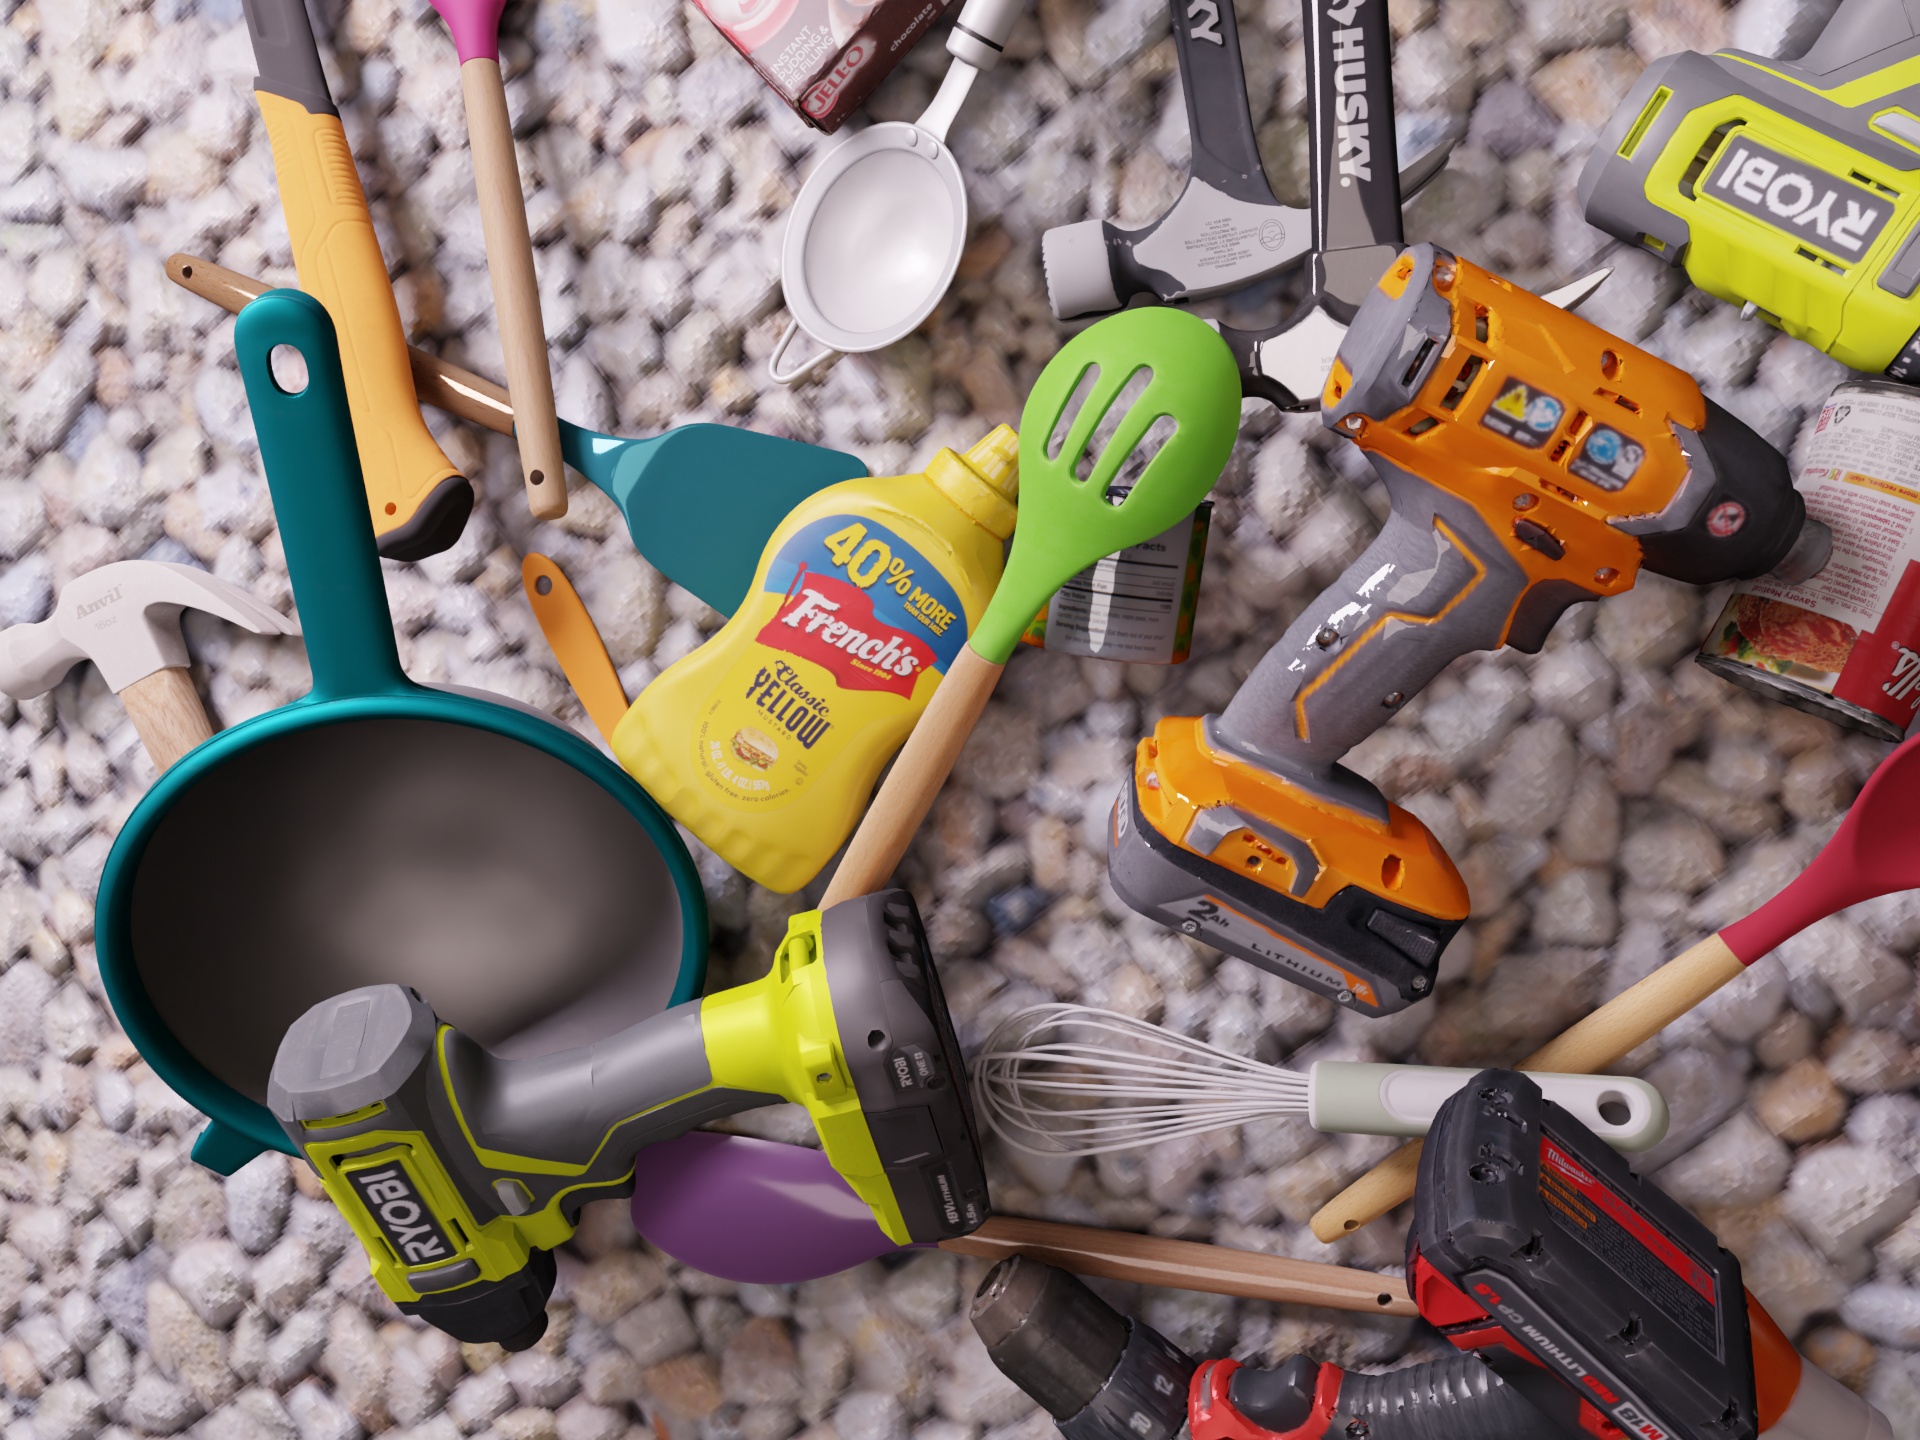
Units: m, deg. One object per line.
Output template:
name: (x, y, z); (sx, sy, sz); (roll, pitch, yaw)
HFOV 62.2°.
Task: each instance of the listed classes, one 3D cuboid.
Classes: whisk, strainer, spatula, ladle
whisk: (0.119, 0.133, 0.569); (0.246, 0.059, 0.058); (-1, 64, 19)
strainer: (0.003, -0.232, 0.569); (0.087, 0.050, 0.258); (43, 116, 29)
spatula: (-0.193, -0.128, 0.648); (0.317, 0.044, 0.082); (25, 99, 14)
ladle: (0.246, 0.096, 0.550); (0.069, 0.031, 0.315); (42, 111, -17)
spatula: (0.018, 0.206, 0.625); (0.316, 0.018, 0.060); (4, 91, 13)
strainer: (-0.205, 0.008, 0.579); (0.211, 0.095, 0.340); (-5, 118, -8)

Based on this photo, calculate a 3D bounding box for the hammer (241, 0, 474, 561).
hammer: (-0.265, -0.221, 0.631); (0.127, 0.034, 0.337); (-19, 83, 11)

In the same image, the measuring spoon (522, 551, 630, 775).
measuring spoon: (-0.152, -0.017, 0.650); (0.021, 0.011, 0.117); (-27, 88, 12)

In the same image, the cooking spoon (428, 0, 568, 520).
cooking spoon: (-0.184, -0.232, 0.623); (0.069, 0.017, 0.319); (-12, 82, 12)

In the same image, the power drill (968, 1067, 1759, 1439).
power drill: (0.125, 0.216, 0.544); (0.188, 0.080, 0.226); (40, 122, 1)

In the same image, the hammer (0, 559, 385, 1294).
hammer: (-0.294, 0.085, 0.676); (0.130, 0.031, 0.331); (-26, 88, 12)

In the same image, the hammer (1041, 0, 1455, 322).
hammer: (0.076, -0.358, 0.572); (0.149, 0.036, 0.409); (-8, 91, 11)

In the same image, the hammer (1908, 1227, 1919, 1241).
hammer: (0.392, 0.002, 0.527); (0.143, 0.038, 0.386); (-3, 93, 13)

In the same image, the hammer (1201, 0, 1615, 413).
hammer: (0.132, -0.274, 0.532); (0.146, 0.035, 0.335); (-3, 92, 10)

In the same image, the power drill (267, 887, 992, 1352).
power drill: (-0.109, 0.153, 0.580); (0.223, 0.080, 0.171); (-14, 125, 1)

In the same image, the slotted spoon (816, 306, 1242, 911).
slotted spoon: (-0.001, -0.002, 0.561); (0.070, 0.031, 0.313); (38, 115, 17)

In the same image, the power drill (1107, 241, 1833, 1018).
power drill: (0.161, -0.017, 0.521); (0.164, 0.084, 0.226); (24, 113, -5)

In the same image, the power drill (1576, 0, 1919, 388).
power drill: (0.334, -0.214, 0.486); (0.191, 0.080, 0.228); (35, 108, 17)
